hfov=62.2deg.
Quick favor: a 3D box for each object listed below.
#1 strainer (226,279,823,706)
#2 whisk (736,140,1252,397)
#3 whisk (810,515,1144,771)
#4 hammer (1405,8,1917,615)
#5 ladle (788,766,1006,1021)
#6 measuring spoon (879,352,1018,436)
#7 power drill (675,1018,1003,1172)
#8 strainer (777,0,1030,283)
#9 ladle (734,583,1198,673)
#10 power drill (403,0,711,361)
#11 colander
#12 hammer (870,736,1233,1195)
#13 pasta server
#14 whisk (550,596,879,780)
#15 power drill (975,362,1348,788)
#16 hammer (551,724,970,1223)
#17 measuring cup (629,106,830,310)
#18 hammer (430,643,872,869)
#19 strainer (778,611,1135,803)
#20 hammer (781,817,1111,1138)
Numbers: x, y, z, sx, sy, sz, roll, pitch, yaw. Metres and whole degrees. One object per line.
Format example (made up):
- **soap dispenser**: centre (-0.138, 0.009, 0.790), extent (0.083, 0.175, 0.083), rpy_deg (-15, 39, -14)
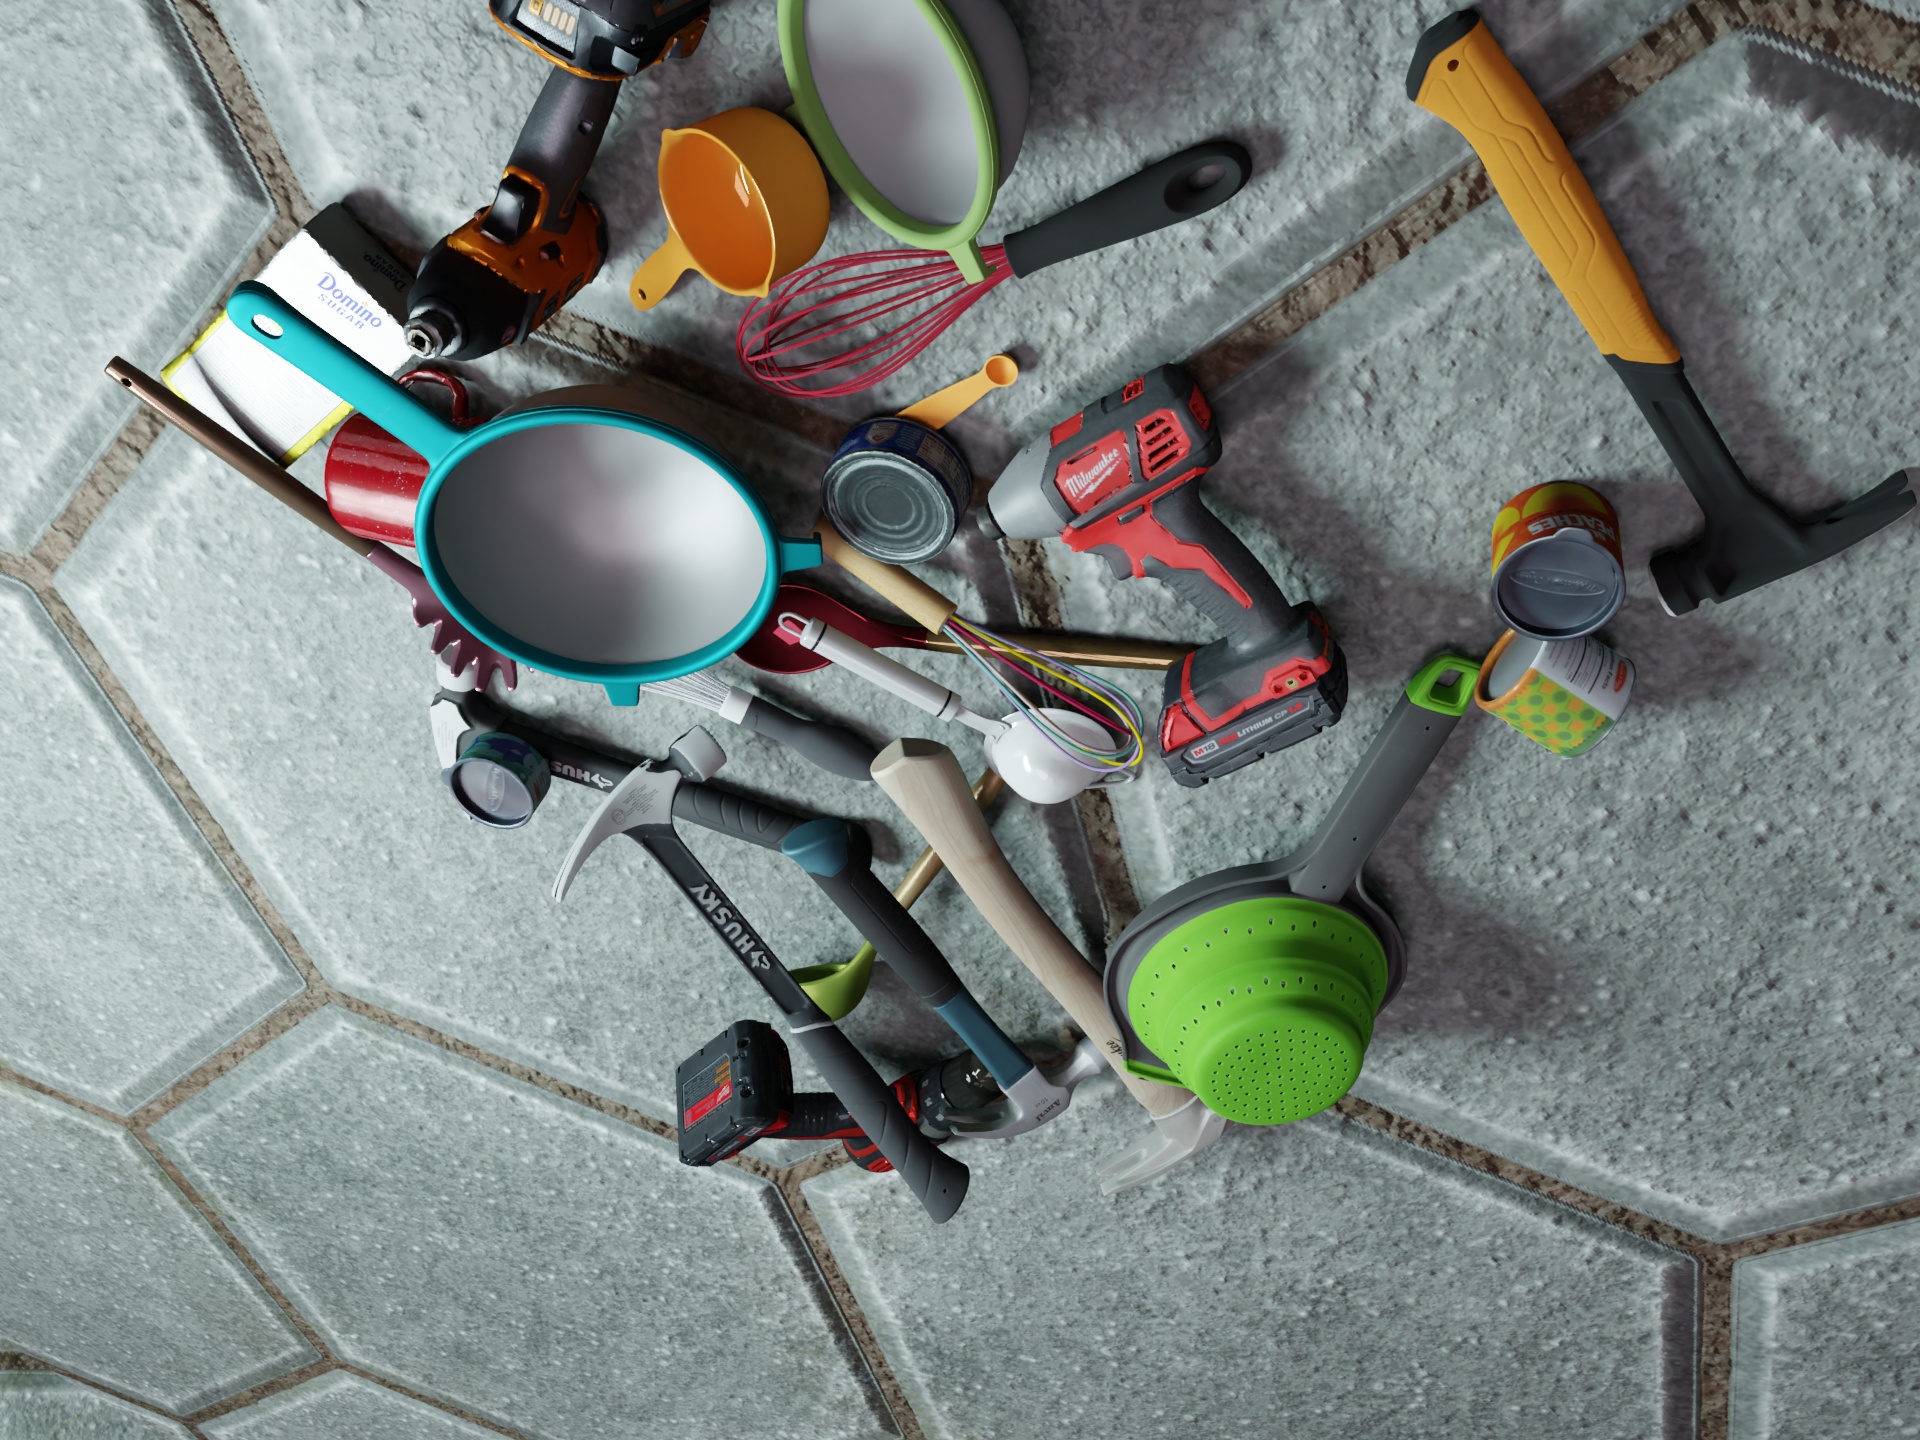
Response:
- **strainer**: centre (-0.255, -0.157, 0.923), extent (0.211, 0.095, 0.340), rpy_deg (-33, 127, 29)
- **whisk**: centre (0.010, -0.235, 0.830), extent (0.296, 0.073, 0.073), rpy_deg (-16, 122, 22)
- **whisk**: centre (0.011, -0.051, 0.963), extent (0.245, 0.051, 0.047), rpy_deg (36, 174, 7)
- **hammer**: centre (0.326, -0.198, 0.767), extent (0.127, 0.034, 0.336), rpy_deg (-27, 115, 35)
- **ladle**: centre (-0.045, 0.116, 1.143), extent (0.062, 0.078, 0.320), rpy_deg (53, 127, 24)
- **measuring spoon**: centre (-0.012, -0.181, 0.912), extent (0.117, 0.011, 0.021), rpy_deg (-24, 122, 37)
- **power drill**: centre (-0.087, 0.291, 1.234), extent (0.226, 0.080, 0.188), rpy_deg (16, 140, -34)
- **strainer**: centre (-0.011, -0.334, 0.712), extent (0.152, 0.069, 0.256), rpy_deg (44, 155, 19)
- **ladle**: centre (0.005, -0.050, 1.001), extent (0.315, 0.031, 0.069), rpy_deg (5, 128, 12)
- **power drill**: centre (-0.209, -0.284, 0.790), extent (0.084, 0.164, 0.226), rpy_deg (30, 129, -6)
- **colander**: centre (0.228, 0.136, 1.002), extent (0.204, 0.095, 0.396), rpy_deg (14, 125, -14)
- **hammer**: centre (0.060, 0.174, 1.114), extent (0.146, 0.038, 0.410), rpy_deg (-34, 115, 8)
- **pasta server**: centre (-0.405, -0.124, 1.029), extent (0.060, 0.040, 0.316), rpy_deg (-37, 125, 18)
- **whisk**: centre (-0.181, -0.024, 1.069), extent (0.284, 0.070, 0.070), rpy_deg (26, 132, -9)
- **power drill**: centre (0.114, -0.078, 0.899), extent (0.143, 0.079, 0.219), rpy_deg (-27, 111, 23)
- **hammer**: centre (-0.120, 0.205, 1.124), extent (0.408, 0.149, 0.036), rpy_deg (55, 164, -17)
- **measuring cup**: centre (-0.130, -0.266, 0.860), extent (0.095, 0.052, 0.173), rpy_deg (58, 150, -11)
- **hammer**: centre (-0.224, 0.054, 1.157), extent (0.335, 0.035, 0.146), rpy_deg (18, 131, 3)
- **strainer**: centre (-0.002, -0.003, 1.008), extent (0.258, 0.050, 0.086), rpy_deg (28, 135, -13)
- **hammer**: centre (-0.016, 0.185, 1.132), extent (0.128, 0.033, 0.330), rpy_deg (-39, 121, -4)
